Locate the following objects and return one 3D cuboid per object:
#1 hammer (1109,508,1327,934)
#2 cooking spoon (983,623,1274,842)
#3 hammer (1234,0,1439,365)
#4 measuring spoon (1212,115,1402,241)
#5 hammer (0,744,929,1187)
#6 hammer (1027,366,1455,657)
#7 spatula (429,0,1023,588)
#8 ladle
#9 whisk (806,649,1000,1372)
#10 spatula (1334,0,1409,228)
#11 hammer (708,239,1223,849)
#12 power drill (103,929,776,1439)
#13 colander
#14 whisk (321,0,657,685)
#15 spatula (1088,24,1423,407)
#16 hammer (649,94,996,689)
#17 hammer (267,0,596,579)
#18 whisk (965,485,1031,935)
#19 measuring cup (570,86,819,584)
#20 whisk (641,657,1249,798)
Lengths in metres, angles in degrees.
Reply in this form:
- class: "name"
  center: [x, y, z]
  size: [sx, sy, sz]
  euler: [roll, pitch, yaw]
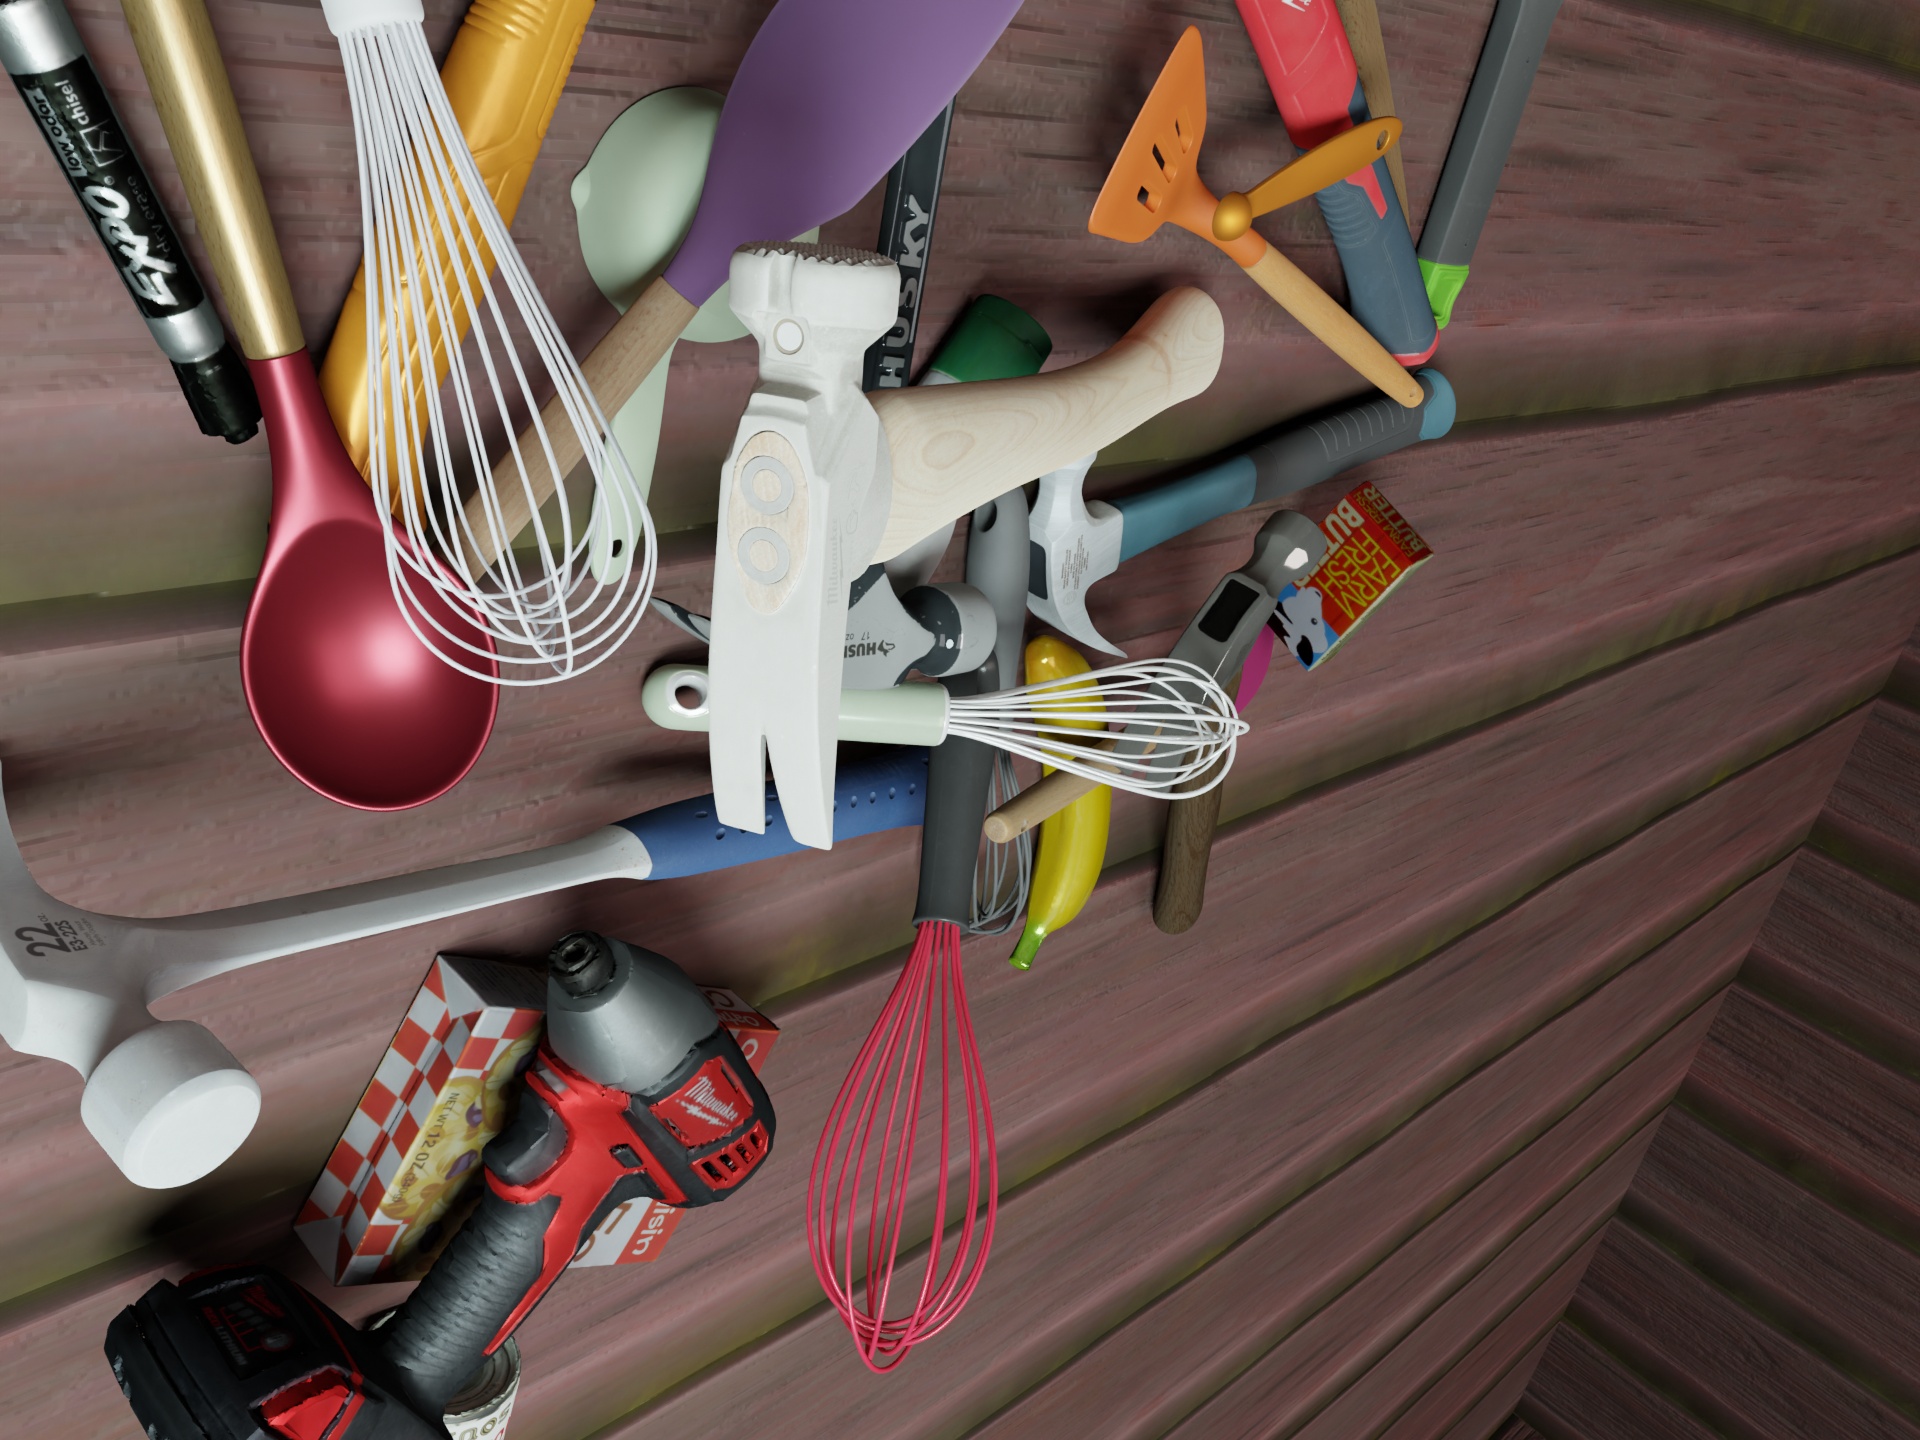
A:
- class: "hammer"
  center: [0.123, 0.035, 0.832]
  size: [0.130, 0.031, 0.331]
  euler: [-49, 158, -23]
- class: "cooking spoon"
  center: [0.098, 0.005, 0.803]
  size: [0.319, 0.017, 0.068]
  euler: [-27, 133, -54]
- class: "hammer"
  center: [0.167, -0.272, 0.675]
  size: [0.143, 0.038, 0.386]
  euler: [-35, 149, 12]
- class: "measuring spoon"
  center: [0.146, -0.223, 0.652]
  size: [0.117, 0.011, 0.021]
  euler: [-33, 141, -26]
- class: "hammer"
  center: [-0.129, 0.044, 0.558]
  size: [0.405, 0.144, 0.035]
  euler: [-9, 129, -56]
- class: "hammer"
  center: [0.151, -0.126, 0.805]
  size: [0.331, 0.033, 0.128]
  euler: [-25, 133, -37]
- class: "spatula"
  center: [-0.101, -0.110, 0.474]
  size: [0.316, 0.060, 0.018]
  euler: [-47, 171, 12]
- class: "ladle"
  center: [-0.180, -0.117, 0.397]
  size: [0.069, 0.031, 0.315]
  euler: [-21, 122, -24]
- class: "whisk"
  center: [-0.010, 0.100, 0.631]
  size: [0.073, 0.073, 0.296]
  euler: [43, 48, -54]
- class: "spatula"
  center: [0.170, -0.308, 0.678]
  size: [0.082, 0.044, 0.317]
  euler: [-31, 145, 6]
- class: "hammer"
  center: [0.028, -0.094, 0.546]
  size: [0.411, 0.038, 0.146]
  euler: [-39, 139, -62]
- class: "power drill"
  center: [-0.170, 0.176, 0.562]
  size: [0.220, 0.079, 0.143]
  euler: [-43, 141, -22]
- class: "colander"
  center: [0.315, -0.371, 0.754]
  size: [0.204, 0.095, 0.396]
  euler: [-14, 127, -43]
- class: "whisk"
  center: [-0.133, -0.143, 0.388]
  size: [0.070, 0.070, 0.284]
  euler: [-25, 114, -36]
- class: "spatula"
  center: [0.147, -0.196, 0.709]
  size: [0.322, 0.041, 0.081]
  euler: [17, 104, -51]
- class: "hammer"
  center: [-0.014, -0.204, 0.503]
  size: [0.149, 0.036, 0.408]
  euler: [-11, 116, -51]
- class: "hammer"
  center: [-0.122, -0.195, 0.431]
  size: [0.127, 0.034, 0.337]
  euler: [11, 108, -53]
- class: "whisk"
  center: [0.011, 0.000, 0.732]
  size: [0.055, 0.055, 0.238]
  euler: [-22, 127, -39]
- class: "measuring cup"
  center: [-0.092, -0.118, 0.521]
  size: [0.083, 0.038, 0.167]
  euler: [-5, 118, -48]
- class: "whisk"
  center: [-0.001, -0.002, 0.628]
  size: [0.246, 0.059, 0.058]
  euler: [4, 80, -15]
